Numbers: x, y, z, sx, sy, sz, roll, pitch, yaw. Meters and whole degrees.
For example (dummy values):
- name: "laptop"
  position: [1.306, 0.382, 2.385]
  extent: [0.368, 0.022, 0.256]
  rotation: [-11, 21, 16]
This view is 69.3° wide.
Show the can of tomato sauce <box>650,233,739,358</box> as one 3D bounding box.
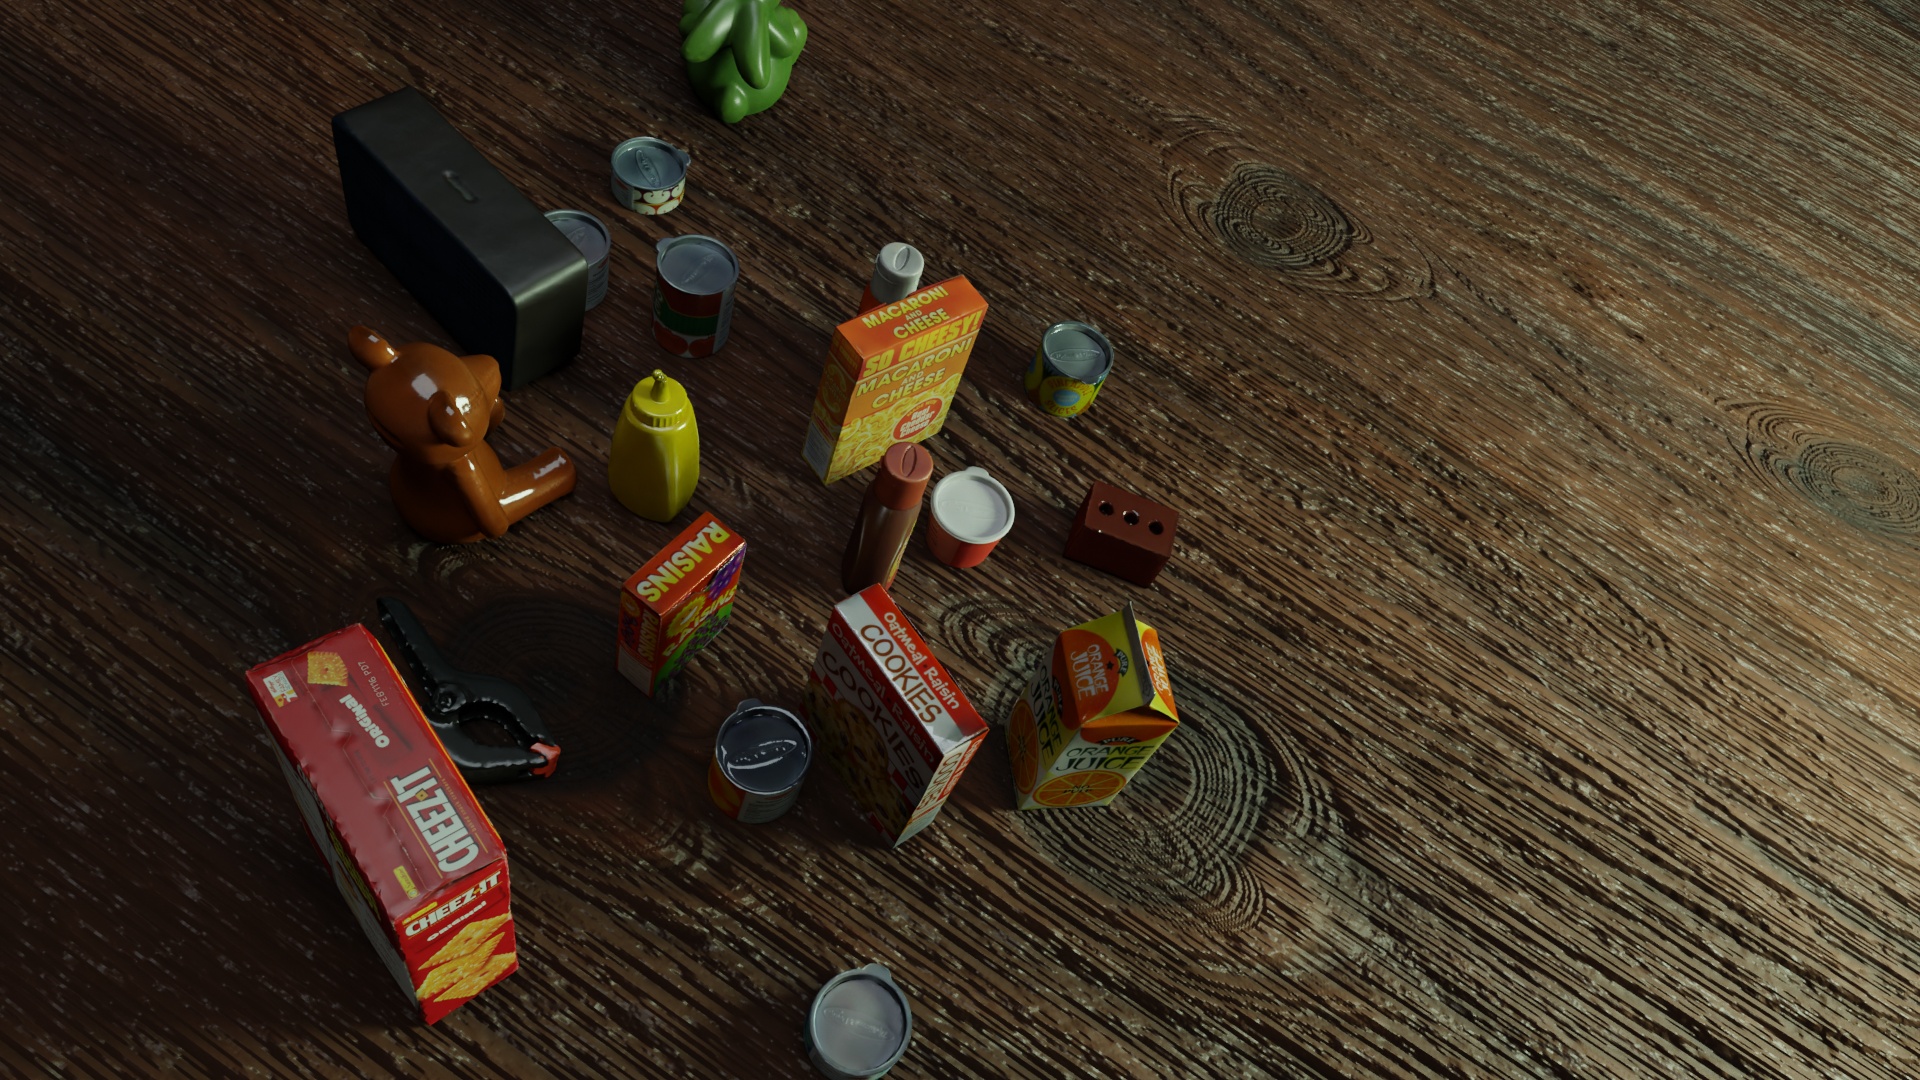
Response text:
- name: "can of tomato sauce"
  position: [-0.223, -0.203, 1.154]
  extent: [0.071, 0.082, 0.071]
  rotation: [8, 56, -12]

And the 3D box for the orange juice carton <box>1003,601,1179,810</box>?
- name: "orange juice carton"
  position: [0.094, 0.119, 0.969]
  extent: [0.073, 0.191, 0.072]
  rotation: [1, 58, -16]

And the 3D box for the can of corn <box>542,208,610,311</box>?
- name: "can of corn"
  position: [-0.329, -0.233, 1.158]
  extent: [0.071, 0.058, 0.071]
  rotation: [8, 56, -12]

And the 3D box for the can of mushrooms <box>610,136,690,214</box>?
- name: "can of mushrooms"
  position: [-0.279, -0.328, 1.251]
  extent: [0.071, 0.033, 0.071]
  rotation: [8, 56, -12]

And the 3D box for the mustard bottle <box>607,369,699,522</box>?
- name: "mustard bottle"
  position: [-0.223, -0.076, 1.023]
  extent: [0.065, 0.159, 0.049]
  rotation: [27, 54, 2]

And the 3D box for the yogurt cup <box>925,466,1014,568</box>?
- name: "yogurt cup"
  position: [0.004, -0.014, 1.115]
  extent: [0.072, 0.053, 0.073]
  rotation: [8, 56, -12]

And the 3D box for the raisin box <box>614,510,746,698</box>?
- name: "raisin box"
  position: [-0.197, 0.046, 0.972]
  extent: [0.040, 0.122, 0.086]
  rotation: [38, 55, 10]

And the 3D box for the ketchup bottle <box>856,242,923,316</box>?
- name: "ketchup bottle"
  position: [-0.065, -0.182, 1.147]
  extent: [0.043, 0.148, 0.065]
  rotation: [19, 54, -4]

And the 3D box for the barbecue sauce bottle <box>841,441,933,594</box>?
- name: "barbecue sauce bottle"
  position: [-0.055, -0.017, 1.041]
  extent: [0.044, 0.147, 0.065]
  rotation: [16, 55, -6]

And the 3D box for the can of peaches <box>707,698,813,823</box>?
- name: "can of peaches"
  position: [-0.139, 0.153, 0.959]
  extent: [0.071, 0.057, 0.071]
  rotation: [8, 56, -12]

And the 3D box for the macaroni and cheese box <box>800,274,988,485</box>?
- name: "macaroni and cheese box"
  position: [-0.056, -0.126, 1.102]
  extent: [0.124, 0.165, 0.040]
  rotation: [-28, 69, -30]

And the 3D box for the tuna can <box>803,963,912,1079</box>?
- name: "tuna can"
  position: [-0.066, 0.310, 0.892]
  extent: [0.071, 0.032, 0.071]
  rotation: [8, 56, -12]

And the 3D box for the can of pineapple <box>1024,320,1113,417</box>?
- name: "can of pineapple"
  position: [0.095, -0.150, 1.230]
  extent: [0.071, 0.057, 0.071]
  rotation: [8, 56, -12]

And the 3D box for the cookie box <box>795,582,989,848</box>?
- name: "cookie box"
  position: [-0.050, 0.121, 0.939]
  extent: [0.040, 0.166, 0.123]
  rotation: [-28, 69, -30]
